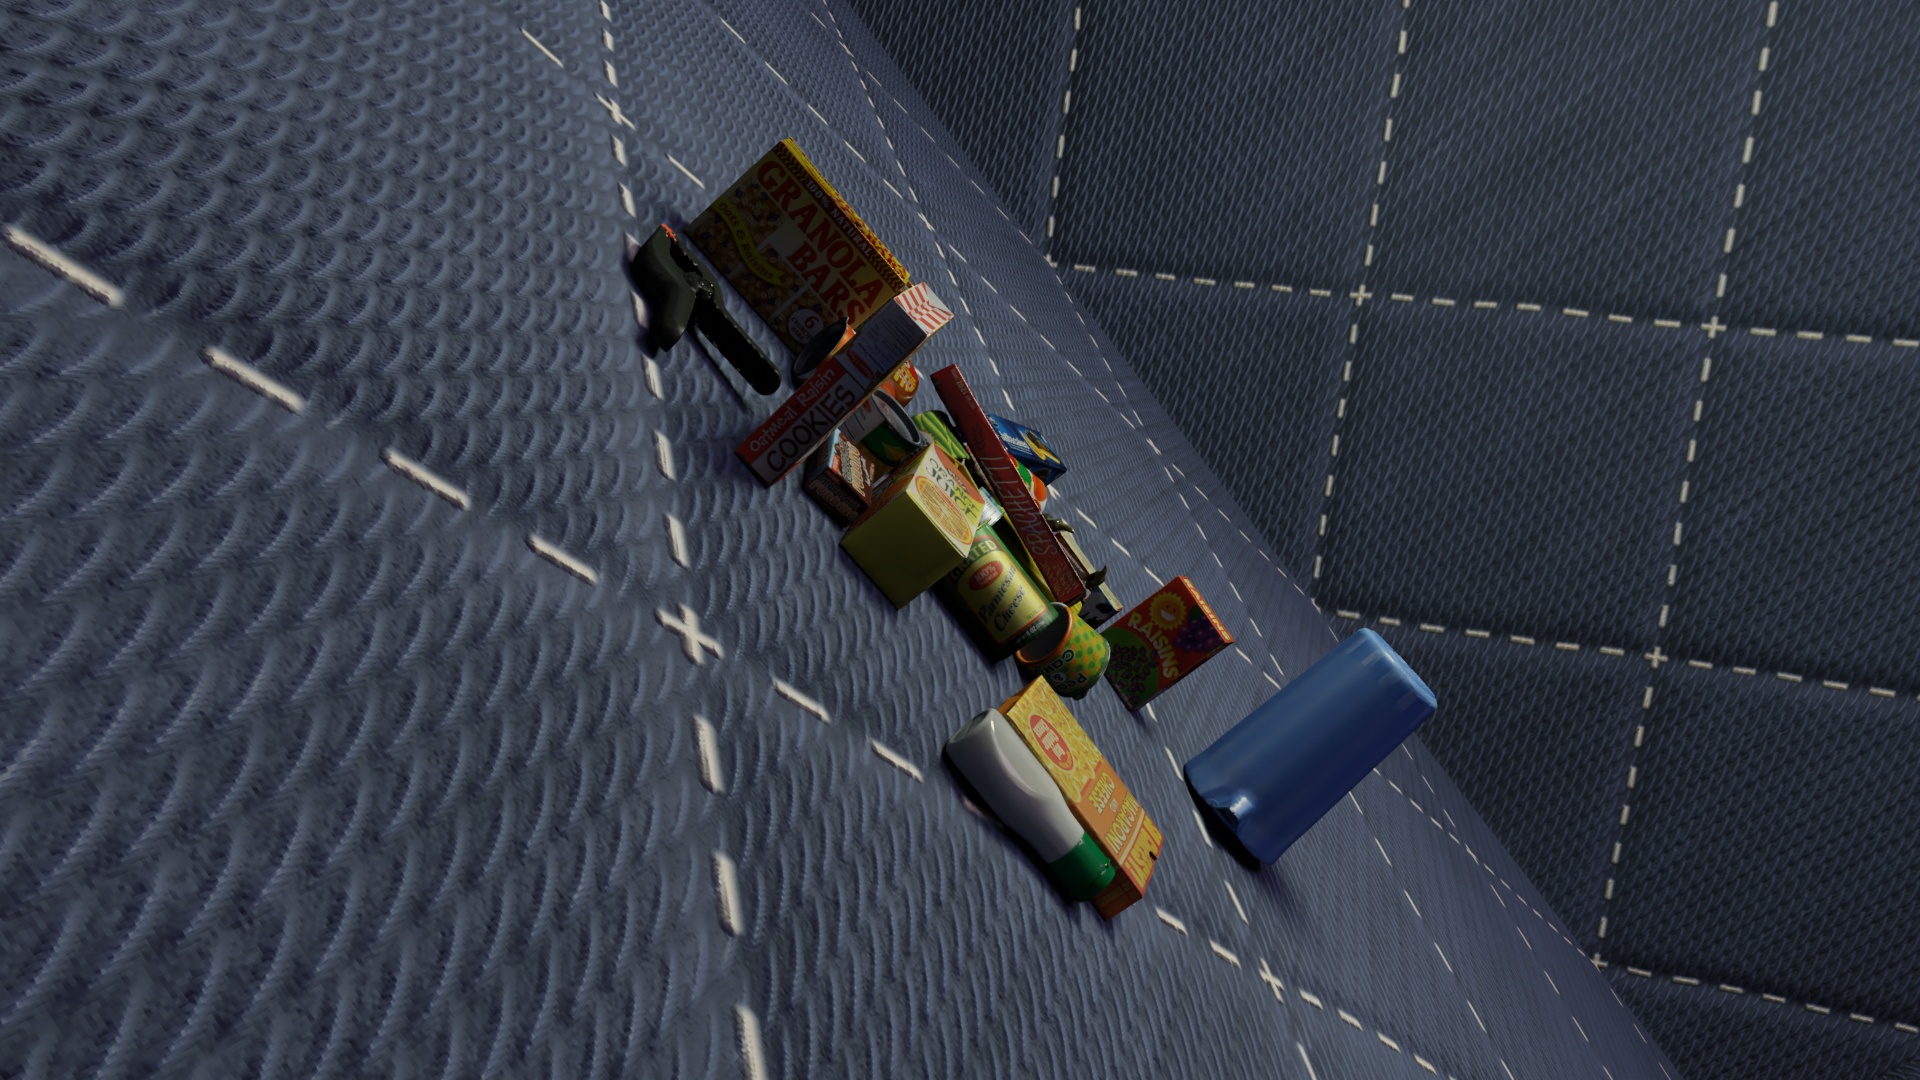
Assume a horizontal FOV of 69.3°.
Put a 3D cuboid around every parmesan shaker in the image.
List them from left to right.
[{"bbox_3d":[0.030,0.041,1.184,0.103,0.071,0.071,52,16,0],"label":"parmesan shaker"}]

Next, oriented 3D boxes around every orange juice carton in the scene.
[{"bbox_3d":[-0.033,-0.022,1.149,0.073,0.071,0.193,49,17,-10],"label":"orange juice carton"}]

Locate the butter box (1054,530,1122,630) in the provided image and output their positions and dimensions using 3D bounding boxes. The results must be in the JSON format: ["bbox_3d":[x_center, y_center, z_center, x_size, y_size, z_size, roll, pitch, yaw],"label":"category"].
[{"bbox_3d":[0.117,0.045,1.440,0.103,0.053,0.024,55,19,14],"label":"butter box"}]

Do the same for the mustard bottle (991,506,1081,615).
[{"bbox_3d":[0.071,0.039,1.337,0.160,0.048,0.065,48,23,-15],"label":"mustard bottle"}]

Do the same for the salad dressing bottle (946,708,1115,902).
[{"bbox_3d":[0.051,0.189,0.984,0.147,0.044,0.064,52,16,-4],"label":"salad dressing bottle"}]

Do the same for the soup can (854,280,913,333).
[{"bbox_3d":[-0.082,-0.230,1.436,0.071,0.083,0.071,46,18,-19],"label":"soup can"}]

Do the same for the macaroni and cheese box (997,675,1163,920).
[{"bbox_3d":[0.086,0.193,1.070,0.166,0.040,0.124,52,17,3],"label":"macaroni and cheese box"}]

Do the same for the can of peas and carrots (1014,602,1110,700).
[{"bbox_3d":[0.089,0.099,1.234,0.058,0.071,0.071,41,19,-31],"label":"can of peas and carrots"}]

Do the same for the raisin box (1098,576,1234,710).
[{"bbox_3d":[0.203,0.105,1.419,0.086,0.123,0.040,56,17,17],"label":"raisin box"}]

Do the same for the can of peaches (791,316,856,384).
[{"bbox_3d":[-0.105,-0.155,1.240,0.058,0.071,0.071,45,18,-27],"label":"can of peaches"}]

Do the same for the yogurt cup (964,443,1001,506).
[{"bbox_3d":[0.008,-0.054,1.343,0.072,0.072,0.054,28,36,-54],"label":"yogurt cup"}]

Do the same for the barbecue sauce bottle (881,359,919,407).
[{"bbox_3d":[-0.077,-0.150,1.352,0.065,0.043,0.149,50,17,-12],"label":"barbecue sauce bottle"}]

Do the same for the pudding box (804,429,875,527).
[{"bbox_3d":[-0.097,-0.052,1.116,0.049,0.030,0.084,45,18,-19],"label":"pudding box"}]

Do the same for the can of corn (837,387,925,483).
[{"bbox_3d":[-0.074,-0.089,1.204,0.071,0.058,0.071,46,17,-18],"label":"can of corn"}]

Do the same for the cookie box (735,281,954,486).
[{"bbox_3d":[-0.085,-0.120,1.051,0.040,0.167,0.123,47,17,-6],"label":"cookie box"}]

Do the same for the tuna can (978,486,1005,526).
[{"bbox_3d":[0.004,-0.016,1.251,0.033,0.071,0.071,50,16,-2],"label":"tuna can"}]

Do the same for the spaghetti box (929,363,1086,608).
[{"bbox_3d":[0.045,-0.049,1.287,0.250,0.029,0.050,60,1,9],"label":"spaghetti box"}]

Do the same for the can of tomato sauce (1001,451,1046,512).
[{"bbox_3d":[0.040,-0.054,1.422,0.083,0.071,0.071,37,22,-44],"label":"can of tomato sauce"}]

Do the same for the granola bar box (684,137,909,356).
[{"bbox_3d":[-0.146,-0.259,1.257,0.165,0.124,0.039,48,18,-13],"label":"granola bar box"}]

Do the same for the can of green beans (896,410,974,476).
[{"bbox_3d":[-0.028,-0.078,1.292,0.071,0.071,0.058,23,33,-59],"label":"can of green beans"}]
